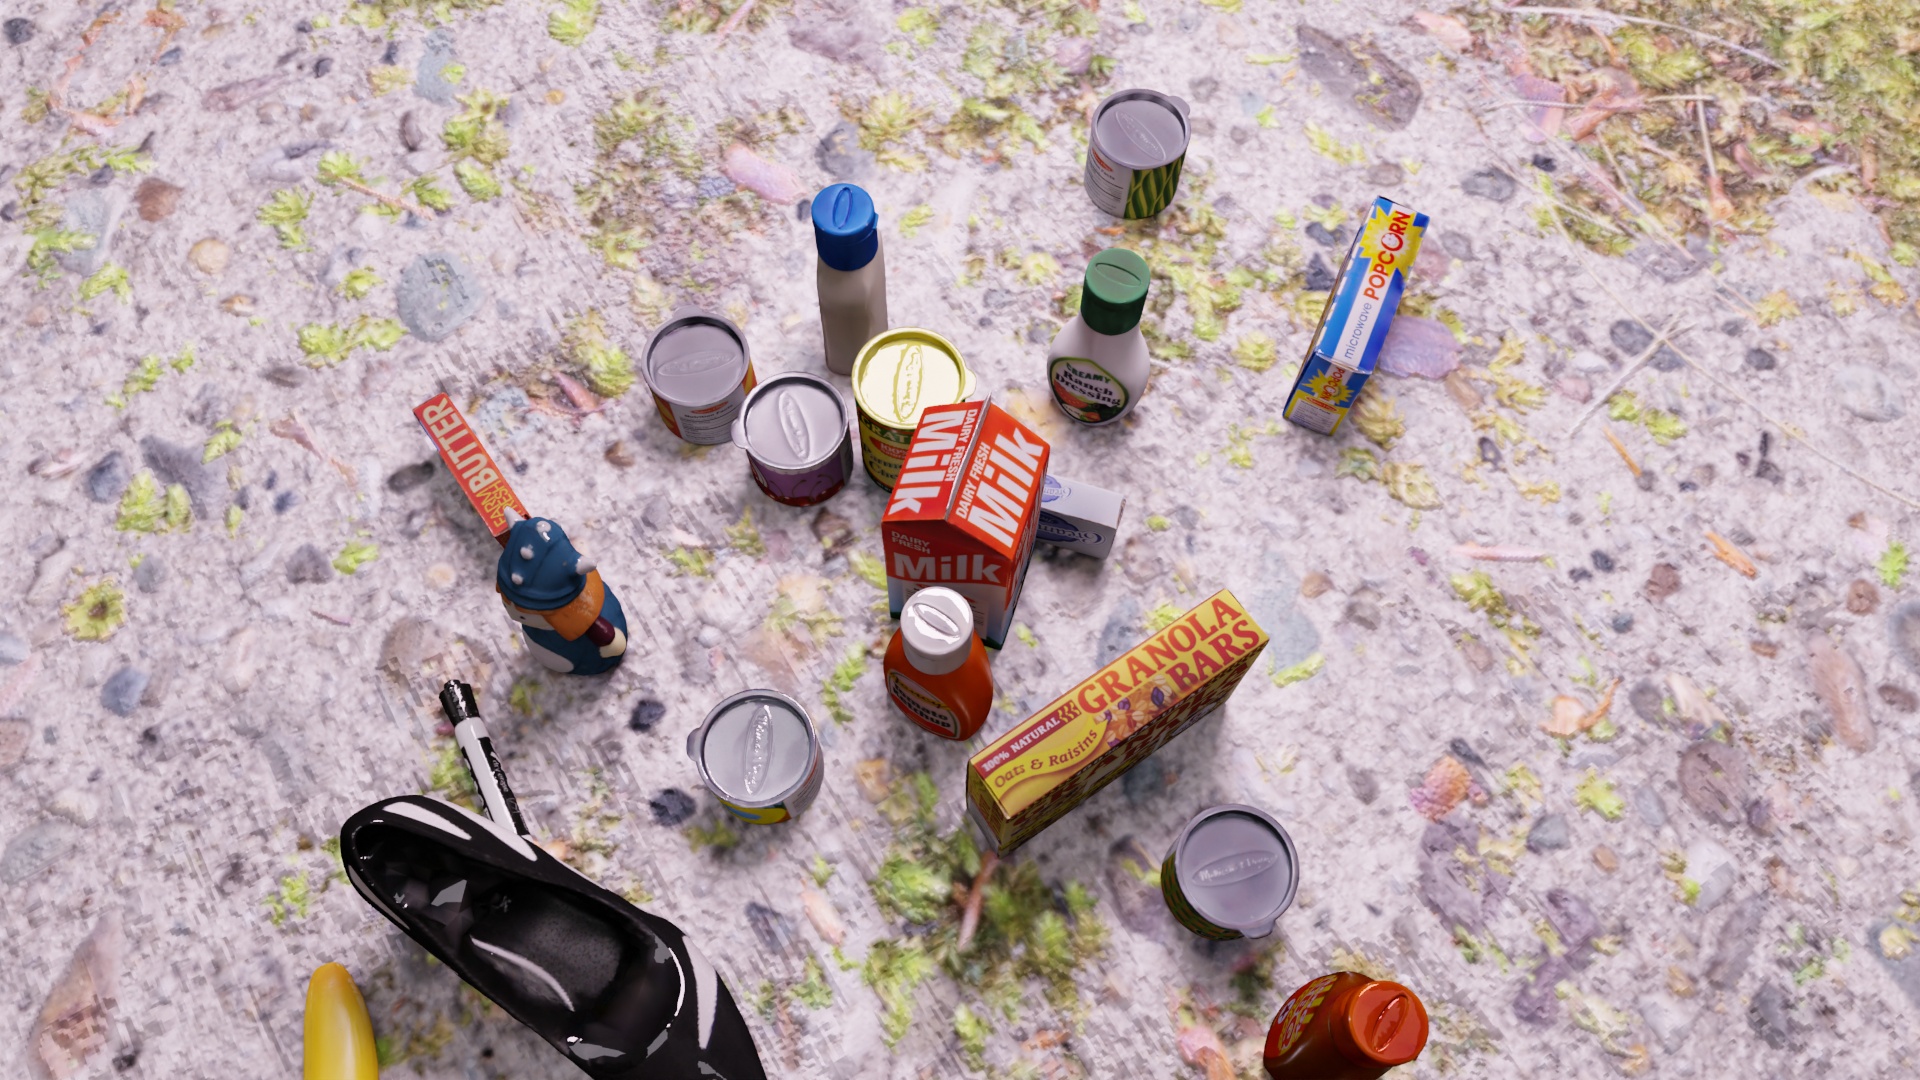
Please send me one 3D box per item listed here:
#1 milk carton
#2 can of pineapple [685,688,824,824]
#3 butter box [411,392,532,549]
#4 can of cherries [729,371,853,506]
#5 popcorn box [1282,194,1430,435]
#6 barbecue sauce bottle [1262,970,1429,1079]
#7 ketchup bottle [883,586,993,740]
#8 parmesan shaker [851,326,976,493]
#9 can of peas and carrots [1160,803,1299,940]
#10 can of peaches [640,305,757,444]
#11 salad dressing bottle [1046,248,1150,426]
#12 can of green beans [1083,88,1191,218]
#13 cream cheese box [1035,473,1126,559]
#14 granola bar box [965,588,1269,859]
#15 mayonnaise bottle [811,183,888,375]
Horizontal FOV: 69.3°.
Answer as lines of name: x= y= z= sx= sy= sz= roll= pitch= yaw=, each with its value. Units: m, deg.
milk carton: x=0.003 y=-0.010 z=0.763 sx=0.073 sy=0.189 sz=0.072 roll=17 pitch=69 yaw=6
can of pineapple: x=-0.113 y=0.122 z=0.779 sx=0.071 sy=0.057 sz=0.071 roll=0 pitch=68 yaw=-1
butter box: x=-0.291 y=-0.037 z=0.845 sx=0.024 sy=0.053 sz=0.104 roll=-34 pitch=72 yaw=-13
can of cherries: x=-0.103 y=-0.061 z=0.855 sx=0.071 sy=0.058 sz=0.072 roll=0 pitch=68 yaw=-1
popcorn box: x=0.249 y=-0.140 z=0.878 sx=0.038 sy=0.085 sz=0.127 roll=23 pitch=69 yaw=8
barbecue sauce bottle: x=0.191 y=0.242 z=0.685 sx=0.044 sy=0.148 sz=0.065 roll=35 pitch=72 yaw=13
ketchup bottle: x=-0.012 y=0.066 z=0.755 sx=0.065 sy=0.148 sz=0.044 roll=32 pitch=71 yaw=12
parmesan shaker: x=-0.027 y=-0.074 z=0.837 sx=0.071 sy=0.102 sz=0.071 roll=0 pitch=68 yaw=-1
can of peas and carrots: x=0.146 y=0.184 z=0.756 sx=0.071 sy=0.058 sz=0.071 roll=0 pitch=68 yaw=-1
can of peaches: x=-0.162 y=-0.103 z=0.871 sx=0.071 sy=0.058 sz=0.071 roll=0 pitch=68 yaw=-1
salad dressing bottle: x=0.086 y=-0.120 z=0.833 sx=0.064 sy=0.147 sz=0.044 roll=25 pitch=70 yaw=9
can of green beans: x=0.119 y=-0.261 z=0.940 sx=0.071 sy=0.057 sz=0.071 roll=0 pitch=68 yaw=-1
cream cheese box: x=0.046 y=-0.021 z=0.842 sx=0.104 sy=0.053 sz=0.024 roll=16 pitch=69 yaw=6
granola bar box: x=0.080 y=0.101 z=0.754 sx=0.166 sy=0.123 sz=0.039 roll=-32 pitch=72 yaw=-13
mayonnaise bottle: x=-0.067 y=-0.160 z=0.847 sx=0.041 sy=0.147 sz=0.065 roll=7 pitch=68 yaw=2
